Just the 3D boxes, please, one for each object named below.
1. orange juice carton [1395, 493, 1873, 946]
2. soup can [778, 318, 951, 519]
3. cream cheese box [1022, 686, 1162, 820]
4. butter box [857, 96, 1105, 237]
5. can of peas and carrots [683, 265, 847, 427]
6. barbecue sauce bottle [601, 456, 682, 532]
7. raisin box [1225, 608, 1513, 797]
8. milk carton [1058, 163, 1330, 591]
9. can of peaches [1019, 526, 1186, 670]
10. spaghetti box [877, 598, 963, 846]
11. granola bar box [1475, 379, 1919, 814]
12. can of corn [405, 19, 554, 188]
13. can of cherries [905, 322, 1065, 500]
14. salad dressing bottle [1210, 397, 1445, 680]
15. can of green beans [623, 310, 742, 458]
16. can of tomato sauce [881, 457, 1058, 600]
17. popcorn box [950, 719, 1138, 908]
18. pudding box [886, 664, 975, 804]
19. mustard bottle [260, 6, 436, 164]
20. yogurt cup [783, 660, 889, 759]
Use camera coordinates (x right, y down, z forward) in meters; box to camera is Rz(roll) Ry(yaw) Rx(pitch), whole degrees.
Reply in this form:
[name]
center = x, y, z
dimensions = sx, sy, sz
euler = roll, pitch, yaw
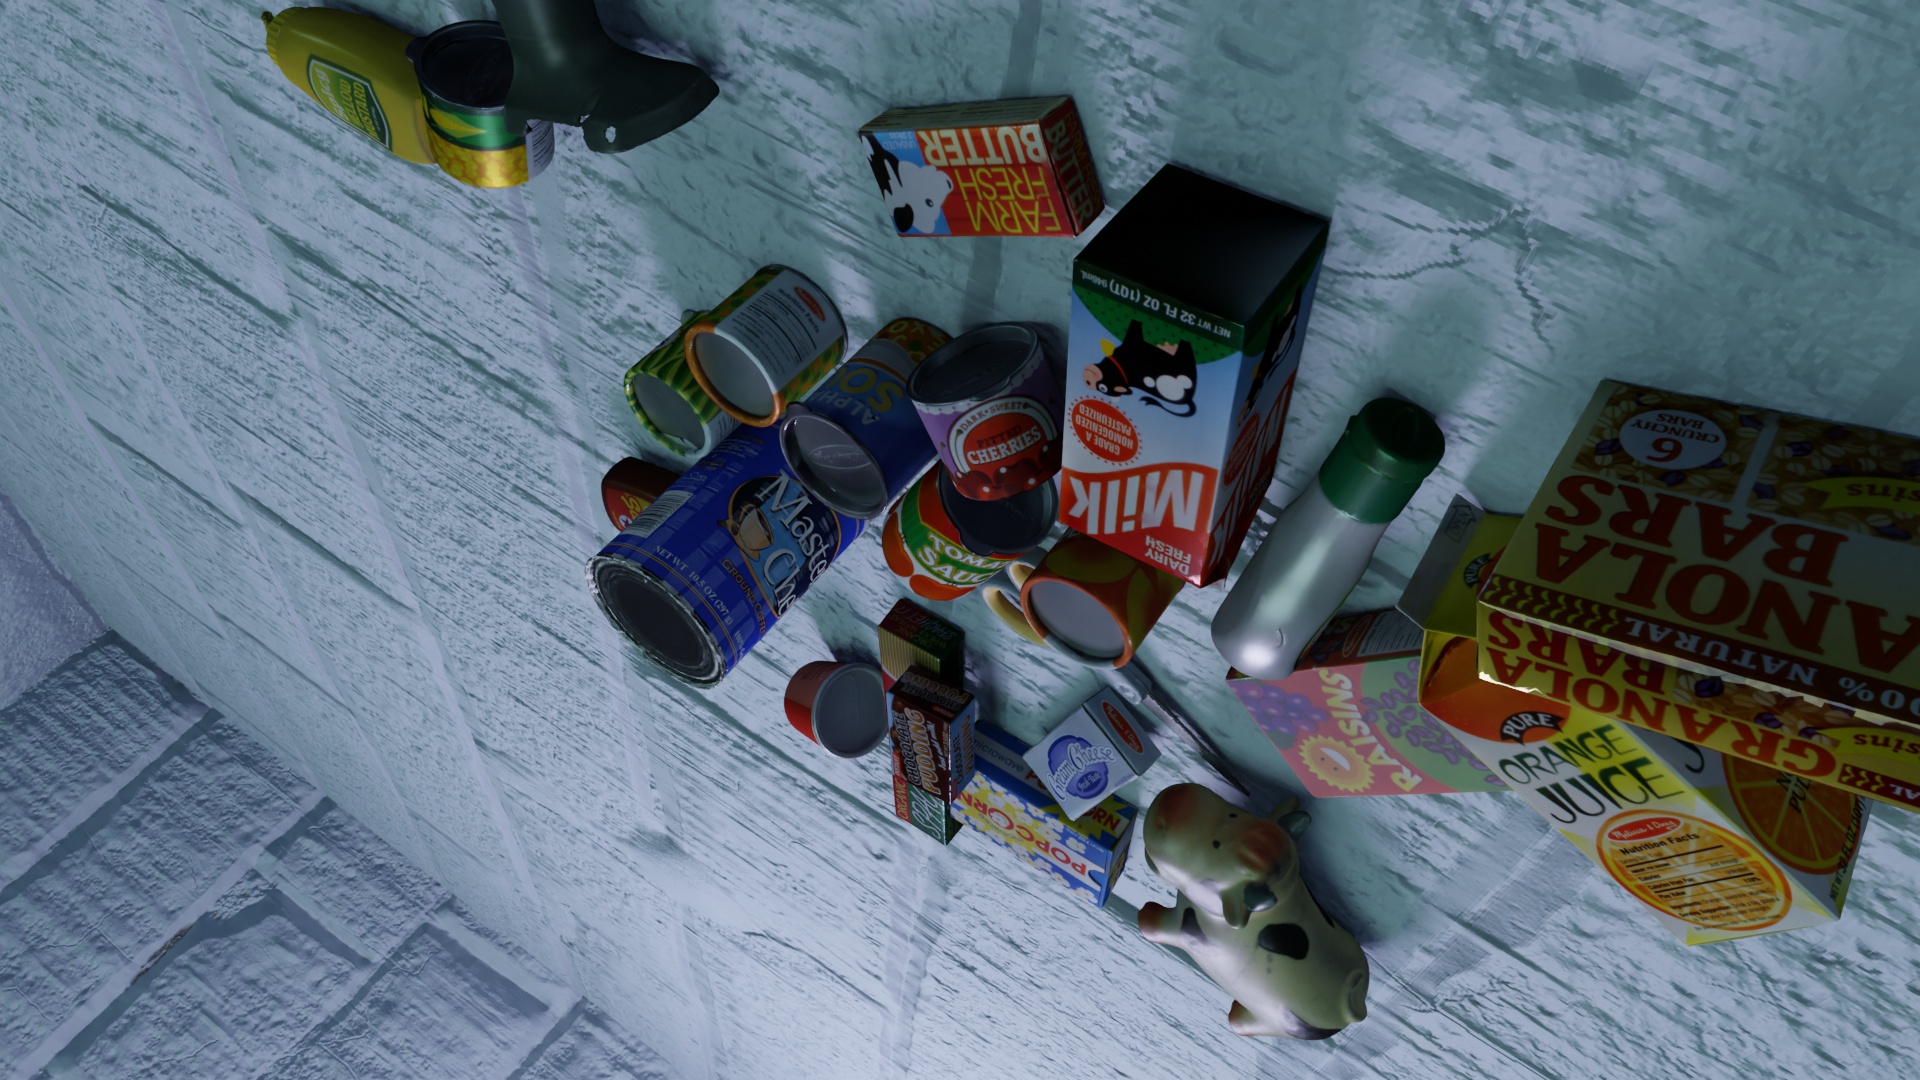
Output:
[orange juice carton]
center = 0.255, 0.066, 0.548
dimensions = 0.192, 0.072, 0.072
euler = 42, 148, -1
[soup can]
center = -0.040, -0.064, 0.693
dimensions = 0.071, 0.084, 0.071
euler = 27, 145, 21
[cream cheese box]
center = 0.079, 0.132, 0.850
dimensions = 0.053, 0.024, 0.103
euler = 52, 149, 10
[butter box]
center = 0.007, -0.156, 0.587
dimensions = 0.103, 0.024, 0.053
euler = 11, 136, 39
[can of peas and carrots]
center = -0.105, -0.102, 0.739
dimensions = 0.071, 0.059, 0.070
euler = 28, 145, 21
[barbecue sauce bottle]
center = -0.175, -0.010, 0.939
dimensions = 0.148, 0.044, 0.064
euler = 19, 142, 30
[raisin box]
center = 0.198, 0.077, 0.653
dimensions = 0.086, 0.040, 0.123
euler = 51, 146, -16
[milk carton]
center = 0.091, -0.050, 0.580
dimensions = 0.072, 0.074, 0.189
euler = 27, 146, 21
[can of peaches]
center = 0.071, 0.022, 0.702
dimensions = 0.071, 0.058, 0.071
euler = 28, 146, 21
[spaghetti box]
center = -0.024, 0.134, 0.967
dimensions = 0.050, 0.029, 0.248
euler = 28, 145, 22
[granola bar box]
center = 0.263, 0.015, 0.429
dimensions = 0.165, 0.125, 0.038
euler = 18, 140, 33
[can of corn]
center = -0.251, -0.229, 0.732
dimensions = 0.071, 0.071, 0.058
euler = 35, 148, 10
[can of cherries]
center = 0.016, -0.059, 0.652
dimensions = 0.071, 0.072, 0.058
euler = 7, 135, 42
[salad dressing bottle]
center = 0.154, 0.002, 0.593
dimensions = 0.044, 0.064, 0.146
euler = 28, 139, 6
[can of green beans]
center = -0.152, -0.090, 0.805
dimensions = 0.071, 0.058, 0.071
euler = 27, 145, 21
[can of tomato sauce]
center = 0.003, -0.009, 0.727
dimensions = 0.071, 0.071, 0.082
euler = 44, 148, -4
[popcorn box]
center = 0.053, 0.184, 0.937
dimensions = 0.127, 0.038, 0.084
euler = 28, 145, 21
[pudding box]
center = -0.019, 0.124, 0.884
dimensions = 0.050, 0.030, 0.083
euler = 24, 137, 24
[mustard bottle]
center = -0.353, -0.273, 0.805
dimensions = 0.160, 0.049, 0.065
euler = 29, 144, 19
[yogurt cup]
center = -0.088, 0.116, 0.983
dimensions = 0.054, 0.073, 0.072
euler = 9, 136, 52
